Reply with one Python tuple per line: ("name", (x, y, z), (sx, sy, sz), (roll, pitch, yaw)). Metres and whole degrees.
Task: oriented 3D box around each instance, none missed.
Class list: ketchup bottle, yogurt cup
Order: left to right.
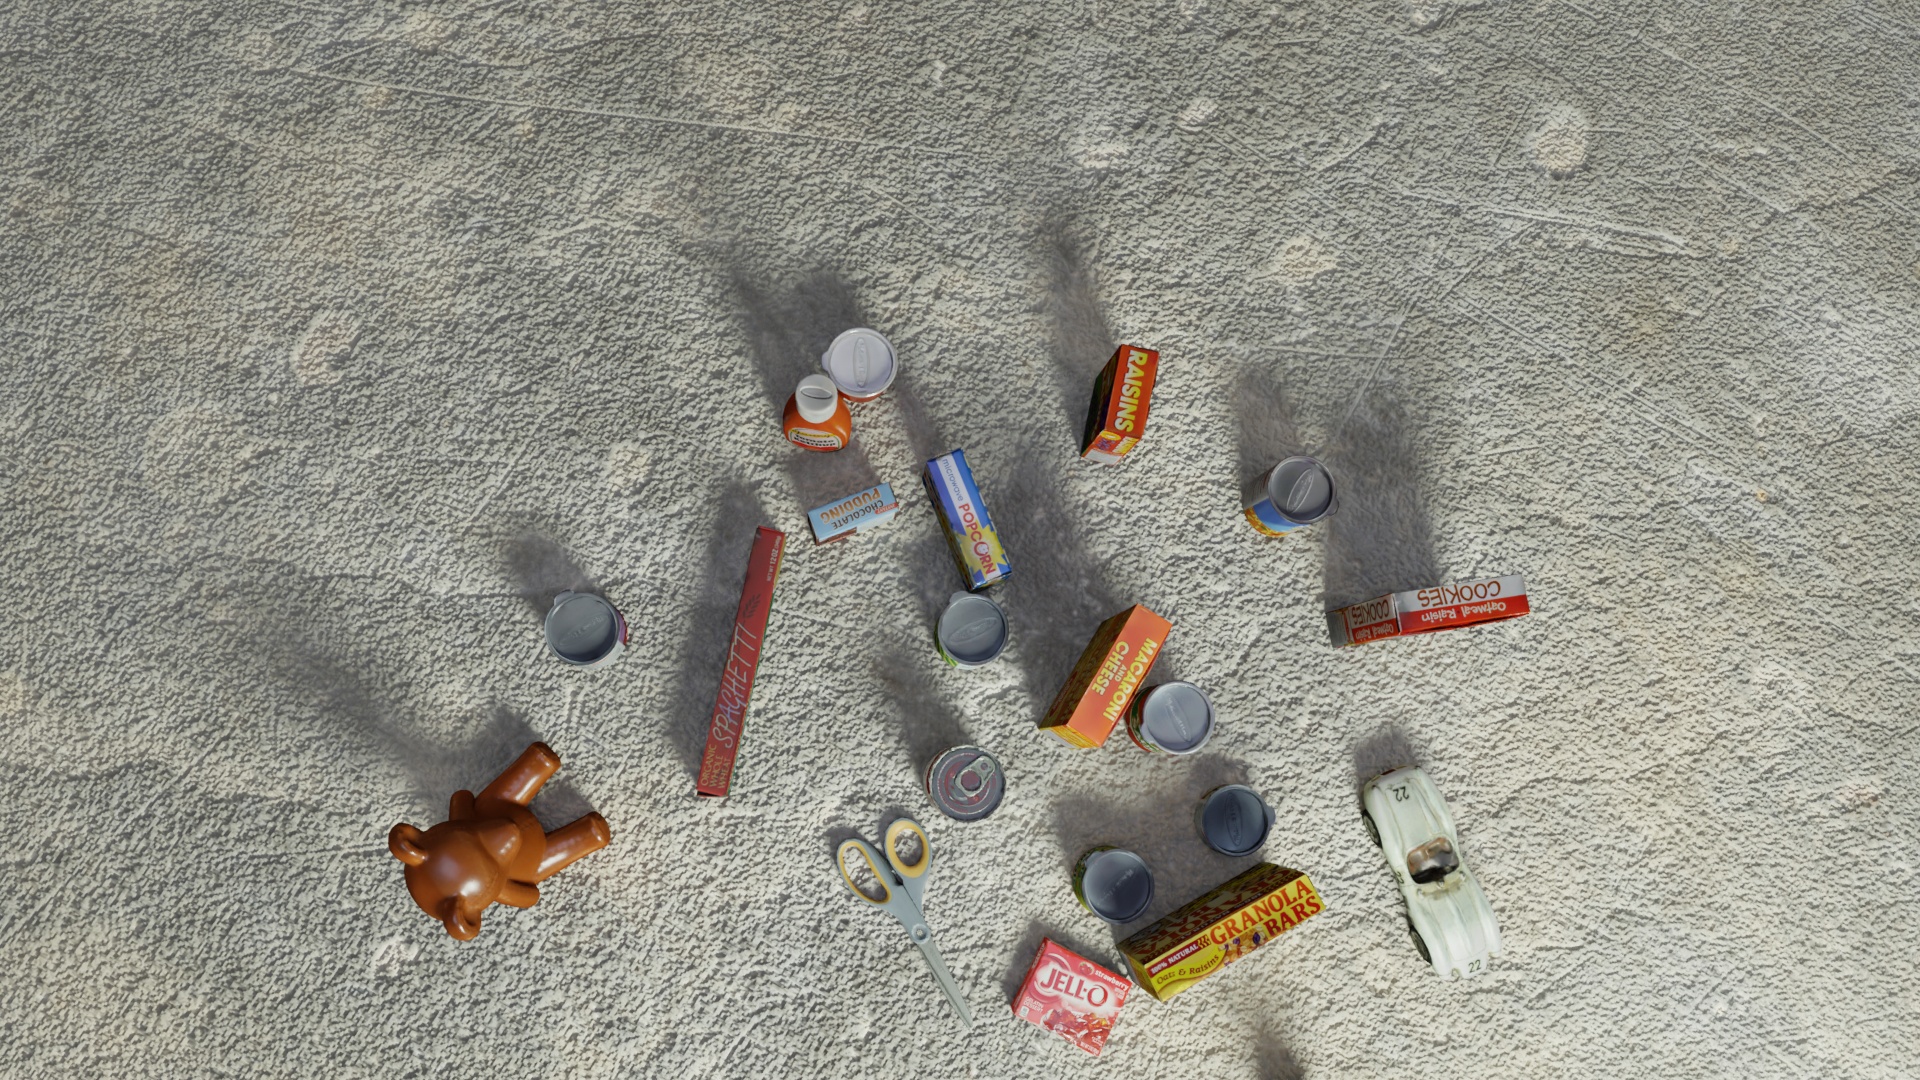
("ketchup bottle", (-0.131, -0.117, 1.270), (0.065, 0.148, 0.043), (8, 81, -4))
("yogurt cup", (-0.095, -0.164, 1.330), (0.072, 0.054, 0.072), (1, 81, -5))

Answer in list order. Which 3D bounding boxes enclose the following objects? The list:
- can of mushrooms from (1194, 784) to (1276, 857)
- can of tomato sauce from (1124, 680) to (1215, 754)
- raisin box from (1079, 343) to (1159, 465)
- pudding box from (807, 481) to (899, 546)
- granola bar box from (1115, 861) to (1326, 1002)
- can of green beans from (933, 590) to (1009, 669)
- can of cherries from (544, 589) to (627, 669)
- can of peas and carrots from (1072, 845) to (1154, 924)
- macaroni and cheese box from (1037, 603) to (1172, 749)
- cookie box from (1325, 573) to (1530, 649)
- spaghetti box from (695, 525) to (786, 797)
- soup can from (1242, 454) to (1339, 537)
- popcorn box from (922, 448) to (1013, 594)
("can of mushrooms", (0.257, 0.262, 1.303), (0.071, 0.033, 0.071), (1, 81, -5))
("can of tomato sauce", (0.191, 0.166, 1.288), (0.071, 0.083, 0.071), (1, 81, -5))
("raisin box", (0.150, -0.126, 1.312), (0.040, 0.123, 0.086), (14, 80, -3))
("pudding box", (-0.101, -0.024, 1.308), (0.084, 0.049, 0.030), (-21, 84, -8))
("granola bar box", (0.228, 0.345, 1.240), (0.166, 0.124, 0.039), (-27, 85, -9))
("can of green beans", (0.009, 0.086, 1.296), (0.071, 0.057, 0.071), (1, 81, -5))
("can of cherries", (-0.340, 0.080, 1.264), (0.071, 0.058, 0.071), (1, 81, -5))
("can of peas and carrots", (0.137, 0.312, 1.271), (0.071, 0.058, 0.071), (1, 81, -5))
("macaroni and cheese box", (0.128, 0.125, 1.246), (0.040, 0.166, 0.124), (32, 80, 0))
("cookie box", (0.427, 0.068, 1.284), (0.123, 0.167, 0.040), (-9, 82, -7))
("spaghetti box", (-0.200, 0.112, 1.276), (0.029, 0.050, 0.250), (12, 80, -3))
("soup can", (0.317, -0.040, 1.333), (0.071, 0.083, 0.071), (1, 81, -5))
("popcorn box", (0.005, -0.016, 1.299), (0.038, 0.085, 0.127), (-21, 83, -8))
